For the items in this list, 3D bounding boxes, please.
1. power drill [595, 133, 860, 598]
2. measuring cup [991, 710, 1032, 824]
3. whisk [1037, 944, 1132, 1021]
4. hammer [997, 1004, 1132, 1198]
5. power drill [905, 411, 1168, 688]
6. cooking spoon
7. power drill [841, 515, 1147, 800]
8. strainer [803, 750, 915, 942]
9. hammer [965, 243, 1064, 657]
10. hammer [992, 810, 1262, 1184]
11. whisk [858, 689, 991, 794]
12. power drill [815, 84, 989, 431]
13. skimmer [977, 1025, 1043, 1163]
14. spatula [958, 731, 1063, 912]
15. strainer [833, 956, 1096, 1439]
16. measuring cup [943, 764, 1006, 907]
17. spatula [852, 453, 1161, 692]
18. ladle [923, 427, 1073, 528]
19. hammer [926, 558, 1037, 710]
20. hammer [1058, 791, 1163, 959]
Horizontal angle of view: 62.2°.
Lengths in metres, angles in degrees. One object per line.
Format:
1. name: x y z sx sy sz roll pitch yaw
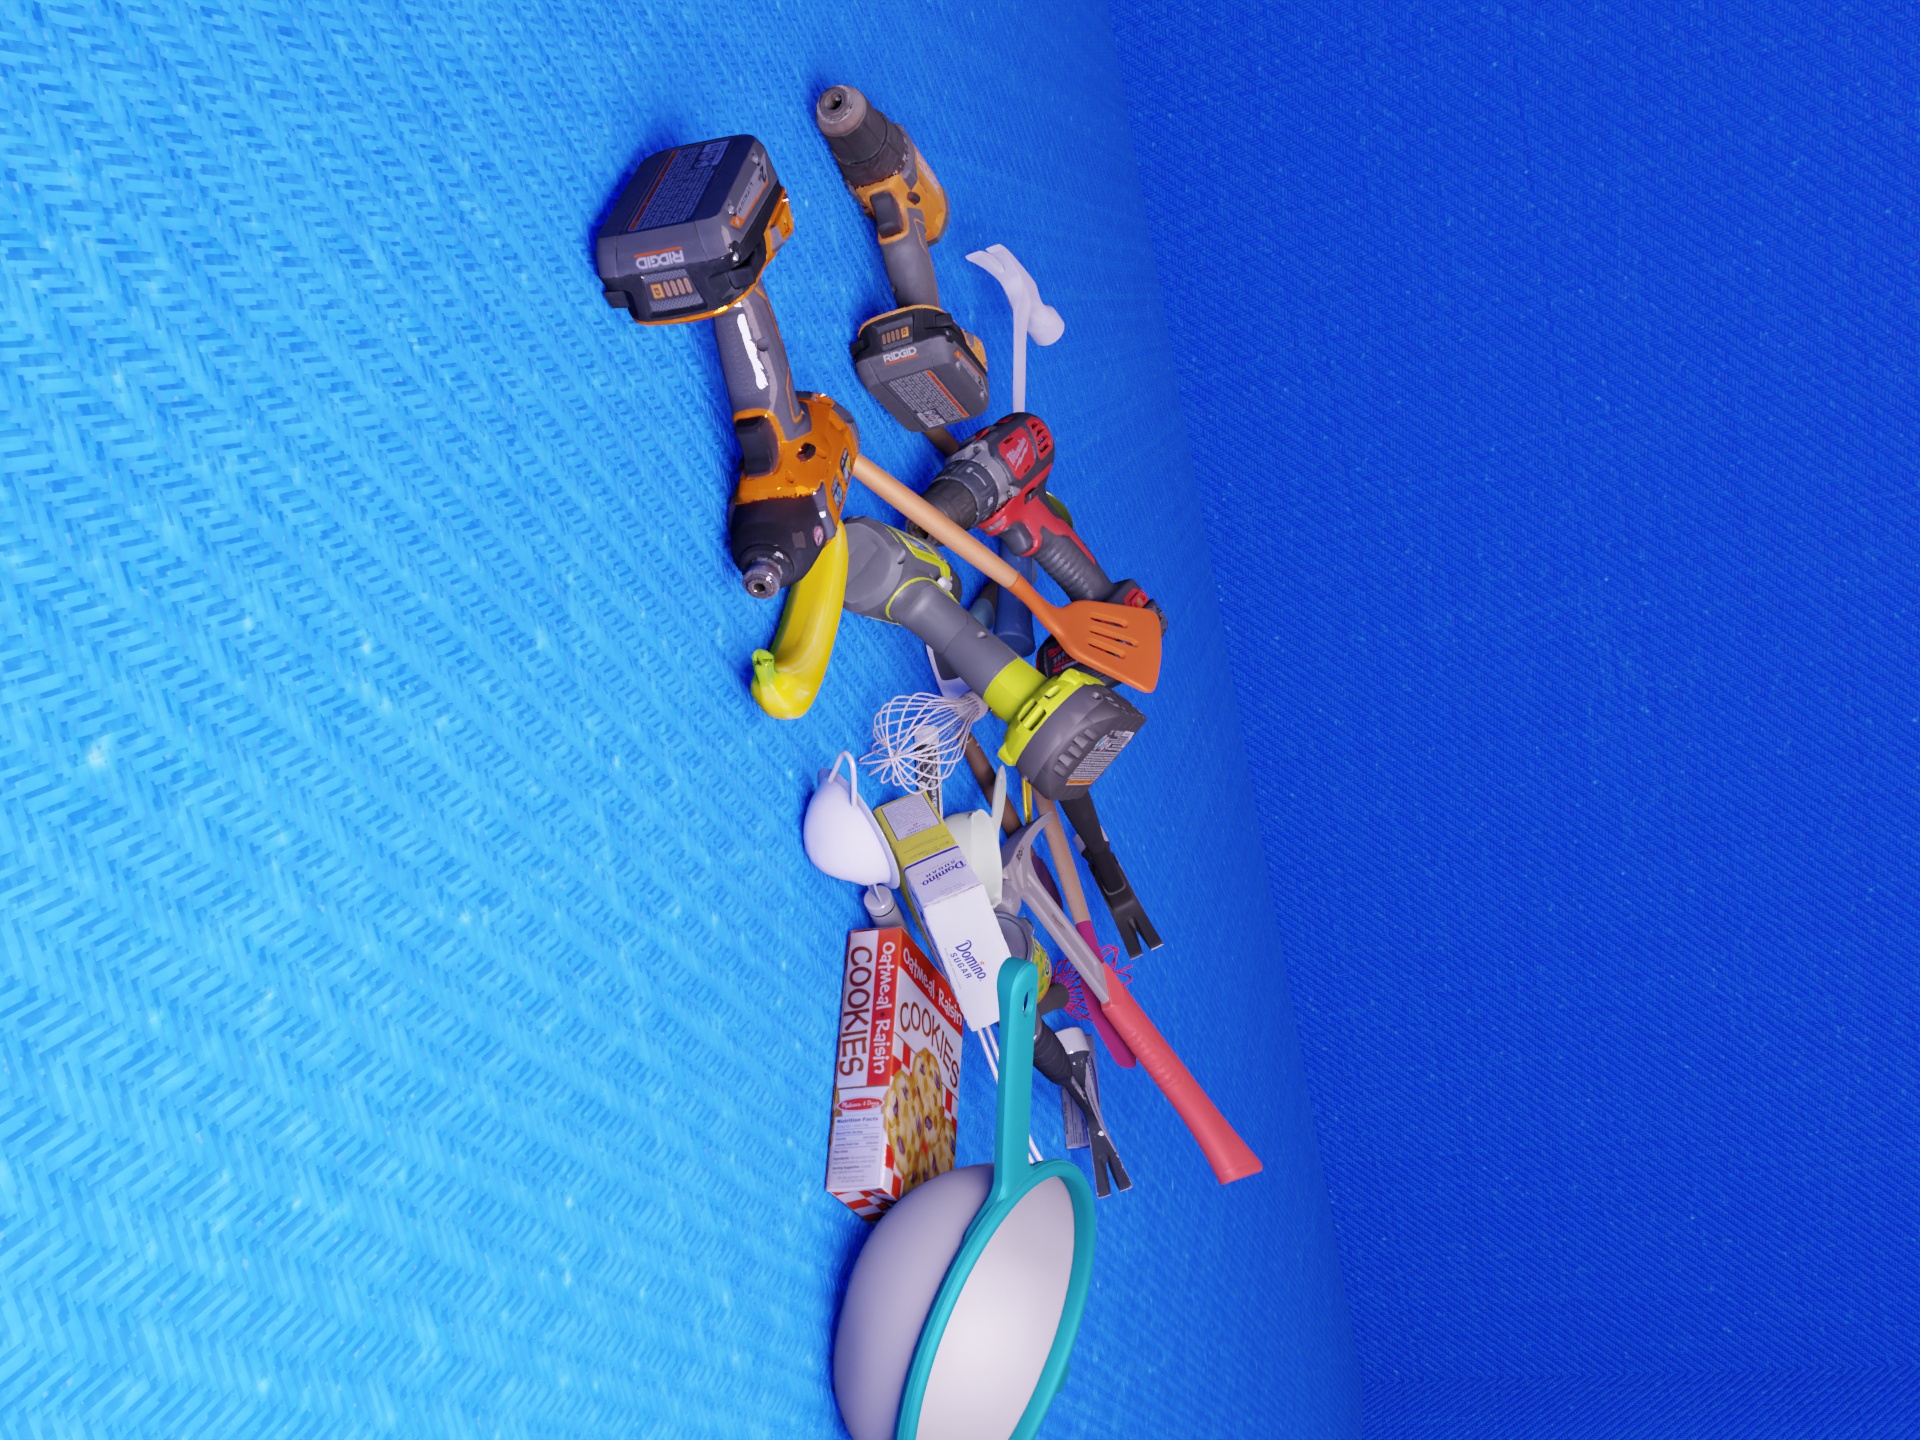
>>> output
1. power drill: -0.121 -0.187 0.890 0.164 0.084 0.226 -80 159 -46
2. measuring cup: 0.044 0.021 1.419 0.062 0.029 0.156 22 63 -71
3. whisk: 0.091 0.242 1.408 0.295 0.073 0.073 6 75 -68
4. hammer: 0.077 0.274 1.224 0.408 0.036 0.149 63 8 -66
5. power drill: 0.057 -0.123 1.280 0.226 0.080 0.188 57 42 -12
6. cooking spoon: 0.103 0.159 1.431 0.068 0.017 0.319 22 45 -54
7. power drill: 0.016 -0.048 1.107 0.229 0.080 0.190 42 10 14
8. strainer: -0.055 0.113 1.017 0.087 0.050 0.258 42 -18 38
9. hammer: 0.048 -0.244 1.416 0.143 0.035 0.406 41 43 -50
10. hammer: 0.145 0.249 1.357 0.359 0.036 0.149 53 30 -10
11. whisk: -0.001 -0.004 1.173 0.284 0.070 0.070 -33 113 -68
12. power drill: -0.050 -0.358 1.221 0.185 0.084 0.226 31 48 -68
13. skimmer: 0.004 0.266 1.151 0.127 0.090 0.363 -17 87 -63
14. spatula: 0.052 0.106 1.412 0.315 0.018 0.060 63 24 -49
15. strainer: -0.007 0.280 0.891 0.211 0.095 0.340 -24 122 -55
16. measuring cup: 0.010 0.085 1.255 0.168 0.038 0.083 -75 151 -58
17. spatula: 0.027 -0.120 1.170 0.322 0.041 0.081 33 48 -30
18. ladle: 0.026 -0.227 1.443 0.078 0.062 0.320 60 11 23
19. hammer: 0.024 -0.099 1.403 0.331 0.033 0.128 -54 132 -67
20. hammer: 0.118 0.104 1.425 0.146 0.035 0.334 65 2 29
